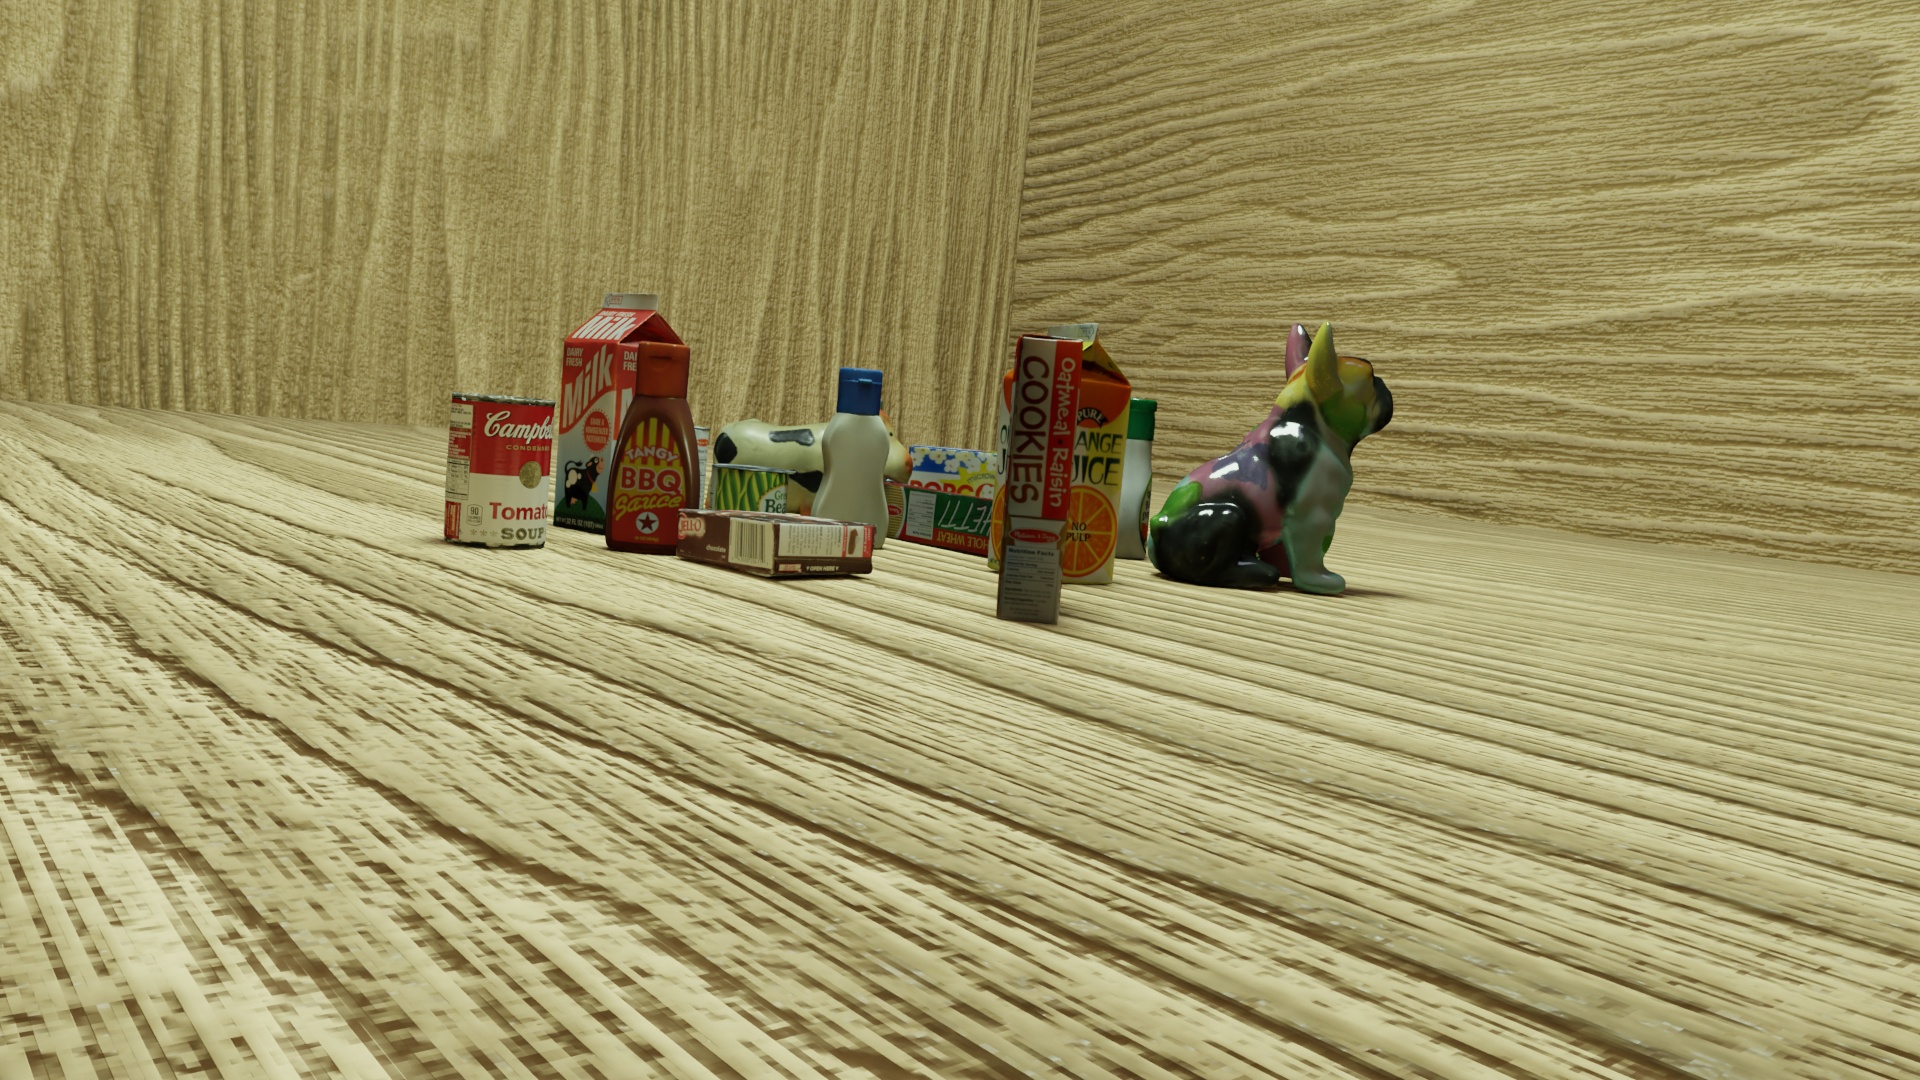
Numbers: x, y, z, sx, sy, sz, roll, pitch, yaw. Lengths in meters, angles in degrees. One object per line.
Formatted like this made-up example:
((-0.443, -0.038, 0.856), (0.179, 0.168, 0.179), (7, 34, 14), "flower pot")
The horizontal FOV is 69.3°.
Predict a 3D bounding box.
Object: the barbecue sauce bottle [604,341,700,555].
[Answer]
((-0.215, -0.066, 0.987), (0.065, 0.148, 0.044), (5, 4, -2), "barbecue sauce bottle")

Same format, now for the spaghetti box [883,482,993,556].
((0.004, -0.015, 1.203), (0.029, 0.050, 0.250), (1, 6, -40), "spaghetti box")

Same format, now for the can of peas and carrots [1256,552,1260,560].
((0.270, 0.000, 1.255), (0.071, 0.058, 0.071), (5, 5, 0), "can of peas and carrots")

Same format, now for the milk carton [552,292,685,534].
((-0.270, -0.102, 1.111), (0.072, 0.190, 0.073), (9, 5, 38), "milk carton")

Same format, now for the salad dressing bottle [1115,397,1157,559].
((0.157, -0.058, 1.286), (0.044, 0.147, 0.064), (6, 4, 12), "salad dressing bottle")

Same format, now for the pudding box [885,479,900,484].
((-0.076, -0.041, 1.424), (0.030, 0.049, 0.084), (5, 5, 0), "pudding box")

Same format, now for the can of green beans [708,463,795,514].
((-0.181, -0.034, 1.184), (0.071, 0.057, 0.071), (5, 5, 0), "can of green beans")

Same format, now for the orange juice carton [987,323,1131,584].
((0.075, -0.067, 1.047), (0.073, 0.192, 0.072), (3, 5, -27), "orange juice carton")

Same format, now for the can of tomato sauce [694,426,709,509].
((-0.291, -0.075, 1.399), (0.071, 0.083, 0.071), (5, 5, 0), "can of tomato sauce")

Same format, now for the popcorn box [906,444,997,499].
((0.009, -0.048, 1.388), (0.127, 0.085, 0.038), (5, 4, 0), "popcorn box")

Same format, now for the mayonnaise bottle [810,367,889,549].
((-0.088, -0.068, 1.155), (0.065, 0.148, 0.041), (4, 4, -17), "mayonnaise bottle")

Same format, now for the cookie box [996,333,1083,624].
((0.047, -0.041, 0.861), (0.040, 0.167, 0.123), (5, 4, 2), "cookie box")
